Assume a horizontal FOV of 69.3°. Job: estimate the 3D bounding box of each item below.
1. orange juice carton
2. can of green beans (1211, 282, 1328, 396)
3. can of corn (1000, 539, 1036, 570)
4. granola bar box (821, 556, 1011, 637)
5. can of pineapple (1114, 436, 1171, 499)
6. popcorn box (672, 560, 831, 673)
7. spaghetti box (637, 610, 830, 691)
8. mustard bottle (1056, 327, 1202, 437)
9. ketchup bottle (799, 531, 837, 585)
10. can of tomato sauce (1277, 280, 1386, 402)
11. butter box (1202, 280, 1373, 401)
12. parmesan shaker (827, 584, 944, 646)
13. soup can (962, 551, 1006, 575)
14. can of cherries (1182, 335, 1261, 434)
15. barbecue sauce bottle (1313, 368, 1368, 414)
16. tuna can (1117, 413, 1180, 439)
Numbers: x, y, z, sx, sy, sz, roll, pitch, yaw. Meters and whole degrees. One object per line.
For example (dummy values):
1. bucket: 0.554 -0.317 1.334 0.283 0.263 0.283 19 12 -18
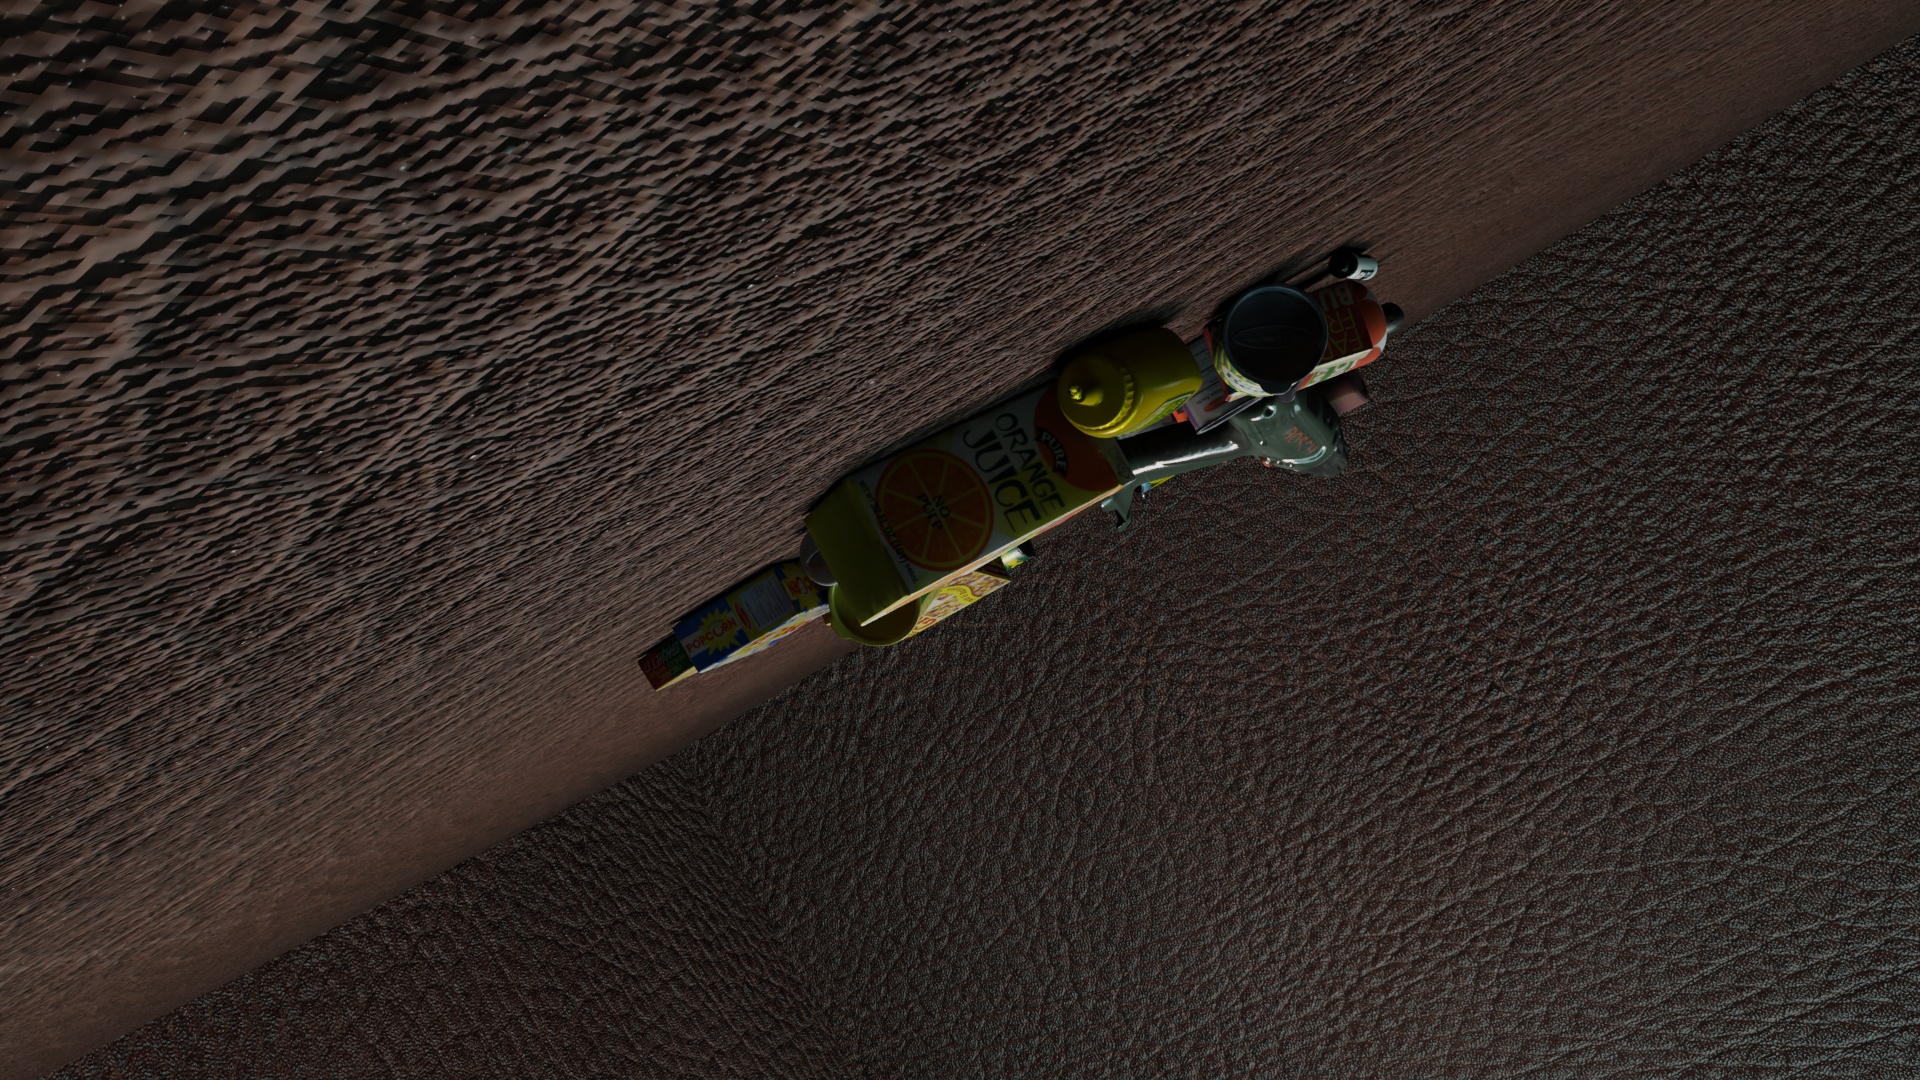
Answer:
1. orange juice carton: 0.016 -0.030 0.792 0.193 0.072 0.072 -27 176 -30
2. can of green beans: 0.198 -0.128 0.897 0.071 0.071 0.058 -30 177 2
3. can of corn: 0.037 0.004 1.466 0.058 0.071 0.071 -30 176 18
4. granola bar box: -0.042 0.041 1.293 0.124 0.039 0.165 -30 161 18
5. can of pineapple: 0.197 -0.088 1.449 0.058 0.071 0.071 -29 176 -8
6. popcorn box: -0.134 0.049 0.974 0.085 0.038 0.127 -30 176 13
7. spaghetti box: -0.149 0.060 1.101 0.050 0.028 0.251 -31 176 34
8. mustard bottle: 0.087 -0.084 0.766 0.065 0.049 0.161 -34 175 26
9. ketchup bottle: -0.046 -0.004 0.886 0.064 0.043 0.149 -30 176 30
10. can of tomato sauce: 0.263 -0.149 1.029 0.083 0.071 0.071 -22 173 -24
11. butter box: 0.222 -0.136 0.944 0.103 0.053 0.024 -18 175 0
12. parmesan shaker: -0.050 0.028 0.994 0.071 0.071 0.103 -31 -172 20
13. soup can: 0.019 -0.024 0.976 0.083 0.071 0.071 -30 176 28
14. can of cherries: 0.188 -0.119 1.018 0.071 0.058 0.071 -30 176 -2
15. barbecue sauce bottle: 0.287 -0.113 1.245 0.148 0.044 0.065 -25 171 25
16. tuna can: 0.178 -0.109 1.296 0.071 0.033 0.071 -29 176 -2
